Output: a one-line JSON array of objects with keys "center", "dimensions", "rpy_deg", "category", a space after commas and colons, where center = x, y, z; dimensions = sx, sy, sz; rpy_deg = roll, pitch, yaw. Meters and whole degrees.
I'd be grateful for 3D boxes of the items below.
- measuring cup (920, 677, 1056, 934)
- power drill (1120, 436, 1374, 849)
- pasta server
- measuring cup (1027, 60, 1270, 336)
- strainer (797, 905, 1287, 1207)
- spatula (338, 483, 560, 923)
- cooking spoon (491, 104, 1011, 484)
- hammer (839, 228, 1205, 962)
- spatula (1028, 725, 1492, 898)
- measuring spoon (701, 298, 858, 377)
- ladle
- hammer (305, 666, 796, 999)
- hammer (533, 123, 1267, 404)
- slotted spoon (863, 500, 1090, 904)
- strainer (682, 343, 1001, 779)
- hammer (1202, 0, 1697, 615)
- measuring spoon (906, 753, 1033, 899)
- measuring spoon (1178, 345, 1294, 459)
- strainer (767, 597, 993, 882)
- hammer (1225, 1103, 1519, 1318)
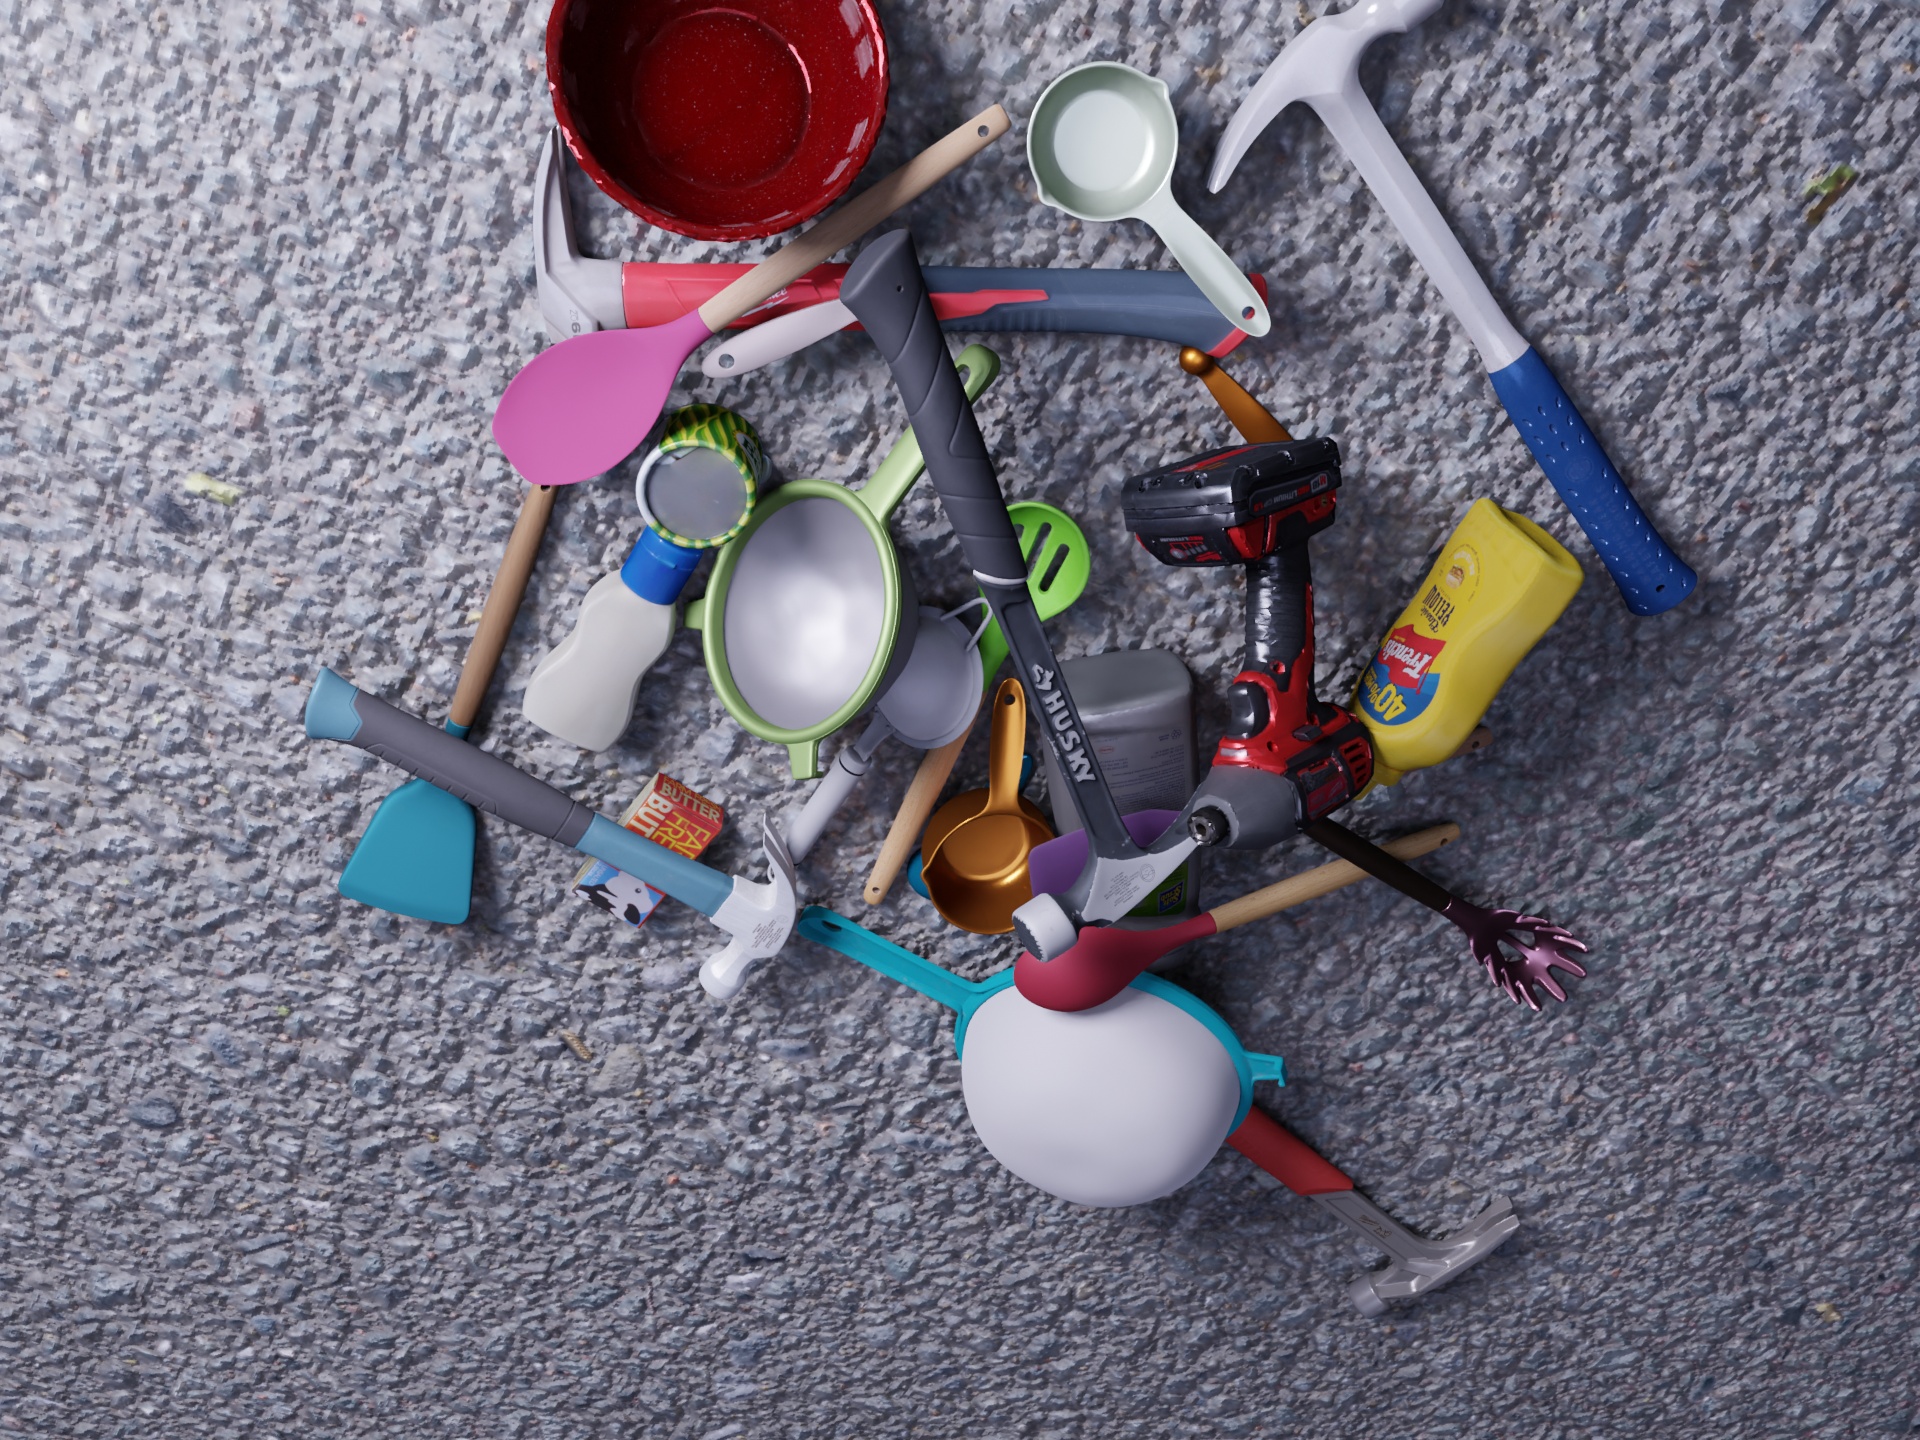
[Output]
[{"center": [0.021, 0.047, 0.997], "dimensions": [0.095, 0.052, 0.173], "rpy_deg": [0, 112, -10], "category": "measuring cup"}, {"center": [0.163, -0.038, 0.888], "dimensions": [0.078, 0.143, 0.219], "rpy_deg": [4, 111, 46], "category": "power drill"}, {"center": [0.301, 0.112, 1.034], "dimensions": [0.316, 0.040, 0.060], "rpy_deg": [29, 101, -31], "category": "pasta server"}, {"center": [0.103, -0.265, 0.825], "dimensions": [0.083, 0.038, 0.167], "rpy_deg": [-41, 105, 15], "category": "measuring cup"}, {"center": [0.033, 0.235, 1.069], "dimensions": [0.340, 0.095, 0.211], "rpy_deg": [29, 133, -8], "category": "strainer"}, {"center": [-0.295, -0.015, 0.965], "dimensions": [0.082, 0.044, 0.317], "rpy_deg": [18, 117, -18], "category": "spatula"}, {"center": [-0.110, -0.221, 0.823], "dimensions": [0.319, 0.017, 0.068], "rpy_deg": [-31, 105, 13], "category": "cooking spoon"}, {"center": [0.034, -0.063, 0.855], "dimensions": [0.149, 0.036, 0.408], "rpy_deg": [-31, 117, -15], "category": "hammer"}, {"center": [0.191, 0.055, 0.991], "dimensions": [0.316, 0.018, 0.059], "rpy_deg": [-17, 123, -11], "category": "spatula"}, {"center": [-0.080, -0.204, 0.832], "dimensions": [0.124, 0.018, 0.034], "rpy_deg": [-20, 117, 9], "category": "measuring spoon"}, {"center": [0.185, 0.122, 1.026], "dimensions": [0.315, 0.031, 0.069], "rpy_deg": [-19, 127, -12], "category": "ladle"}, {"center": [-0.246, 0.062, 0.980], "dimensions": [0.330, 0.033, 0.128], "rpy_deg": [30, 115, -22], "category": "hammer"}, {"center": [-0.029, -0.240, 0.847], "dimensions": [0.386, 0.038, 0.143], "rpy_deg": [0, 119, -2], "category": "hammer"}, {"center": [-0.002, -0.003, 0.993], "dimensions": [0.070, 0.031, 0.313], "rpy_deg": [26, 119, 0], "category": "slotted spoon"}, {"center": [-0.045, -0.098, 0.899], "dimensions": [0.069, 0.152, 0.256], "rpy_deg": [10, 124, -52], "category": "strainer"}, {"center": [0.292, -0.206, 0.881], "dimensions": [0.144, 0.035, 0.405], "rpy_deg": [-36, 115, 17], "category": "hammer"}, {"center": [0.009, 0.073, 1.039], "dimensions": [0.042, 0.021, 0.128], "rpy_deg": [29, 115, -17], "category": "measuring spoon"}, {"center": [0.166, -0.172, 0.909], "dimensions": [0.021, 0.011, 0.116], "rpy_deg": [-40, 114, 19], "category": "measuring spoon"}, {"center": [-0.062, 0.020, 0.987], "dimensions": [0.050, 0.087, 0.258], "rpy_deg": [-11, 146, -49], "category": "strainer"}, {"center": [0.256, 0.326, 1.189], "dimensions": [0.358, 0.037, 0.149], "rpy_deg": [40, 111, -22], "category": "hammer"}]
